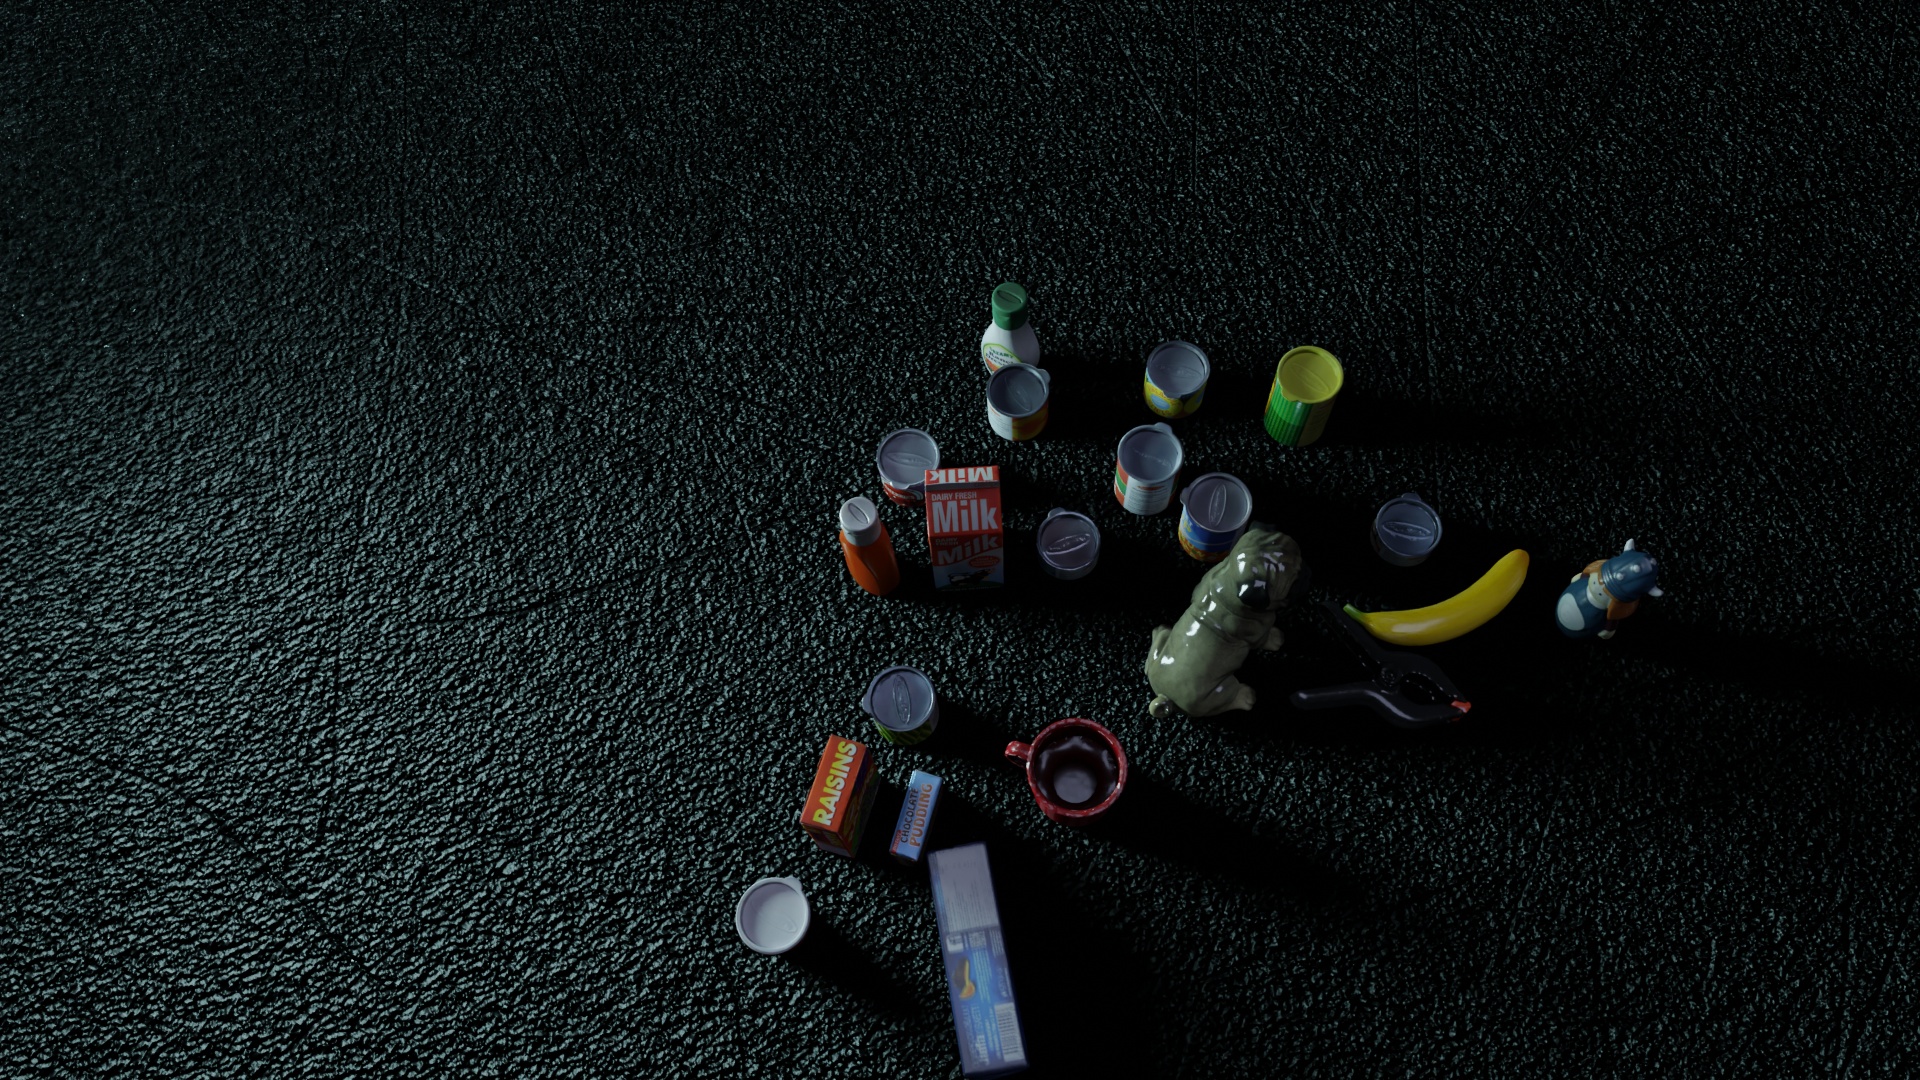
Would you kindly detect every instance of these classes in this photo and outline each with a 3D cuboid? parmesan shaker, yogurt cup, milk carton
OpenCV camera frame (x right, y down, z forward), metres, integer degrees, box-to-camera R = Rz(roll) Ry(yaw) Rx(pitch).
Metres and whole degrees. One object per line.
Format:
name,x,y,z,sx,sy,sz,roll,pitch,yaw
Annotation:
parmesan shaker,0.354,-0.147,1.449,0.071,0.102,0.071,-1,67,2
yogurt cup,-0.170,0.351,1.286,0.072,0.053,0.072,-1,67,2
milk carton,0.005,-0.017,1.362,0.072,0.189,0.074,-4,67,1

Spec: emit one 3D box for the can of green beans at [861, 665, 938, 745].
can of green beans,-0.055,0.162,1.360,0.071,0.057,0.071,-1,67,2

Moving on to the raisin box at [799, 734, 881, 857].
raisin box,-0.110,0.239,1.294,0.040,0.123,0.086,15,69,9

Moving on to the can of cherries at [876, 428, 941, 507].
can of cherries,-0.054,-0.074,1.461,0.071,0.058,0.072,-1,67,2

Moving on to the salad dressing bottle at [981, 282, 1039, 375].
salad dressing bottle,0.053,-0.219,1.470,0.064,0.147,0.044,27,71,13

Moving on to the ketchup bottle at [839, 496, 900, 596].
ketchup bottle,-0.094,0.004,1.380,0.043,0.148,0.065,-40,71,-13

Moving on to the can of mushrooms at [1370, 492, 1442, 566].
can of mushrooms,0.457,-0.010,1.424,0.071,0.033,0.071,-1,67,2

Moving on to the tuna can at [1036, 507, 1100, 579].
tuna can,0.110,0.004,1.434,0.071,0.032,0.071,-1,67,2

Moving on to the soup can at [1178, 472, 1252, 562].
soup can,0.255,-0.023,1.411,0.071,0.083,0.071,-1,67,2

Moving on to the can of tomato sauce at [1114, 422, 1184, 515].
can of tomato sauce,0.194,-0.073,1.436,0.071,0.082,0.071,-1,67,2

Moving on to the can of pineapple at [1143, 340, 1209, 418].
can of pineapple,0.230,-0.170,1.490,0.071,0.057,0.071,-1,67,2

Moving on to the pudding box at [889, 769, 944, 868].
pudding box,-0.041,0.265,1.320,0.030,0.049,0.084,14,68,9

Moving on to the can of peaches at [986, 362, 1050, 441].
can of peaches,0.064,-0.149,1.488,0.071,0.058,0.071,-1,67,2
